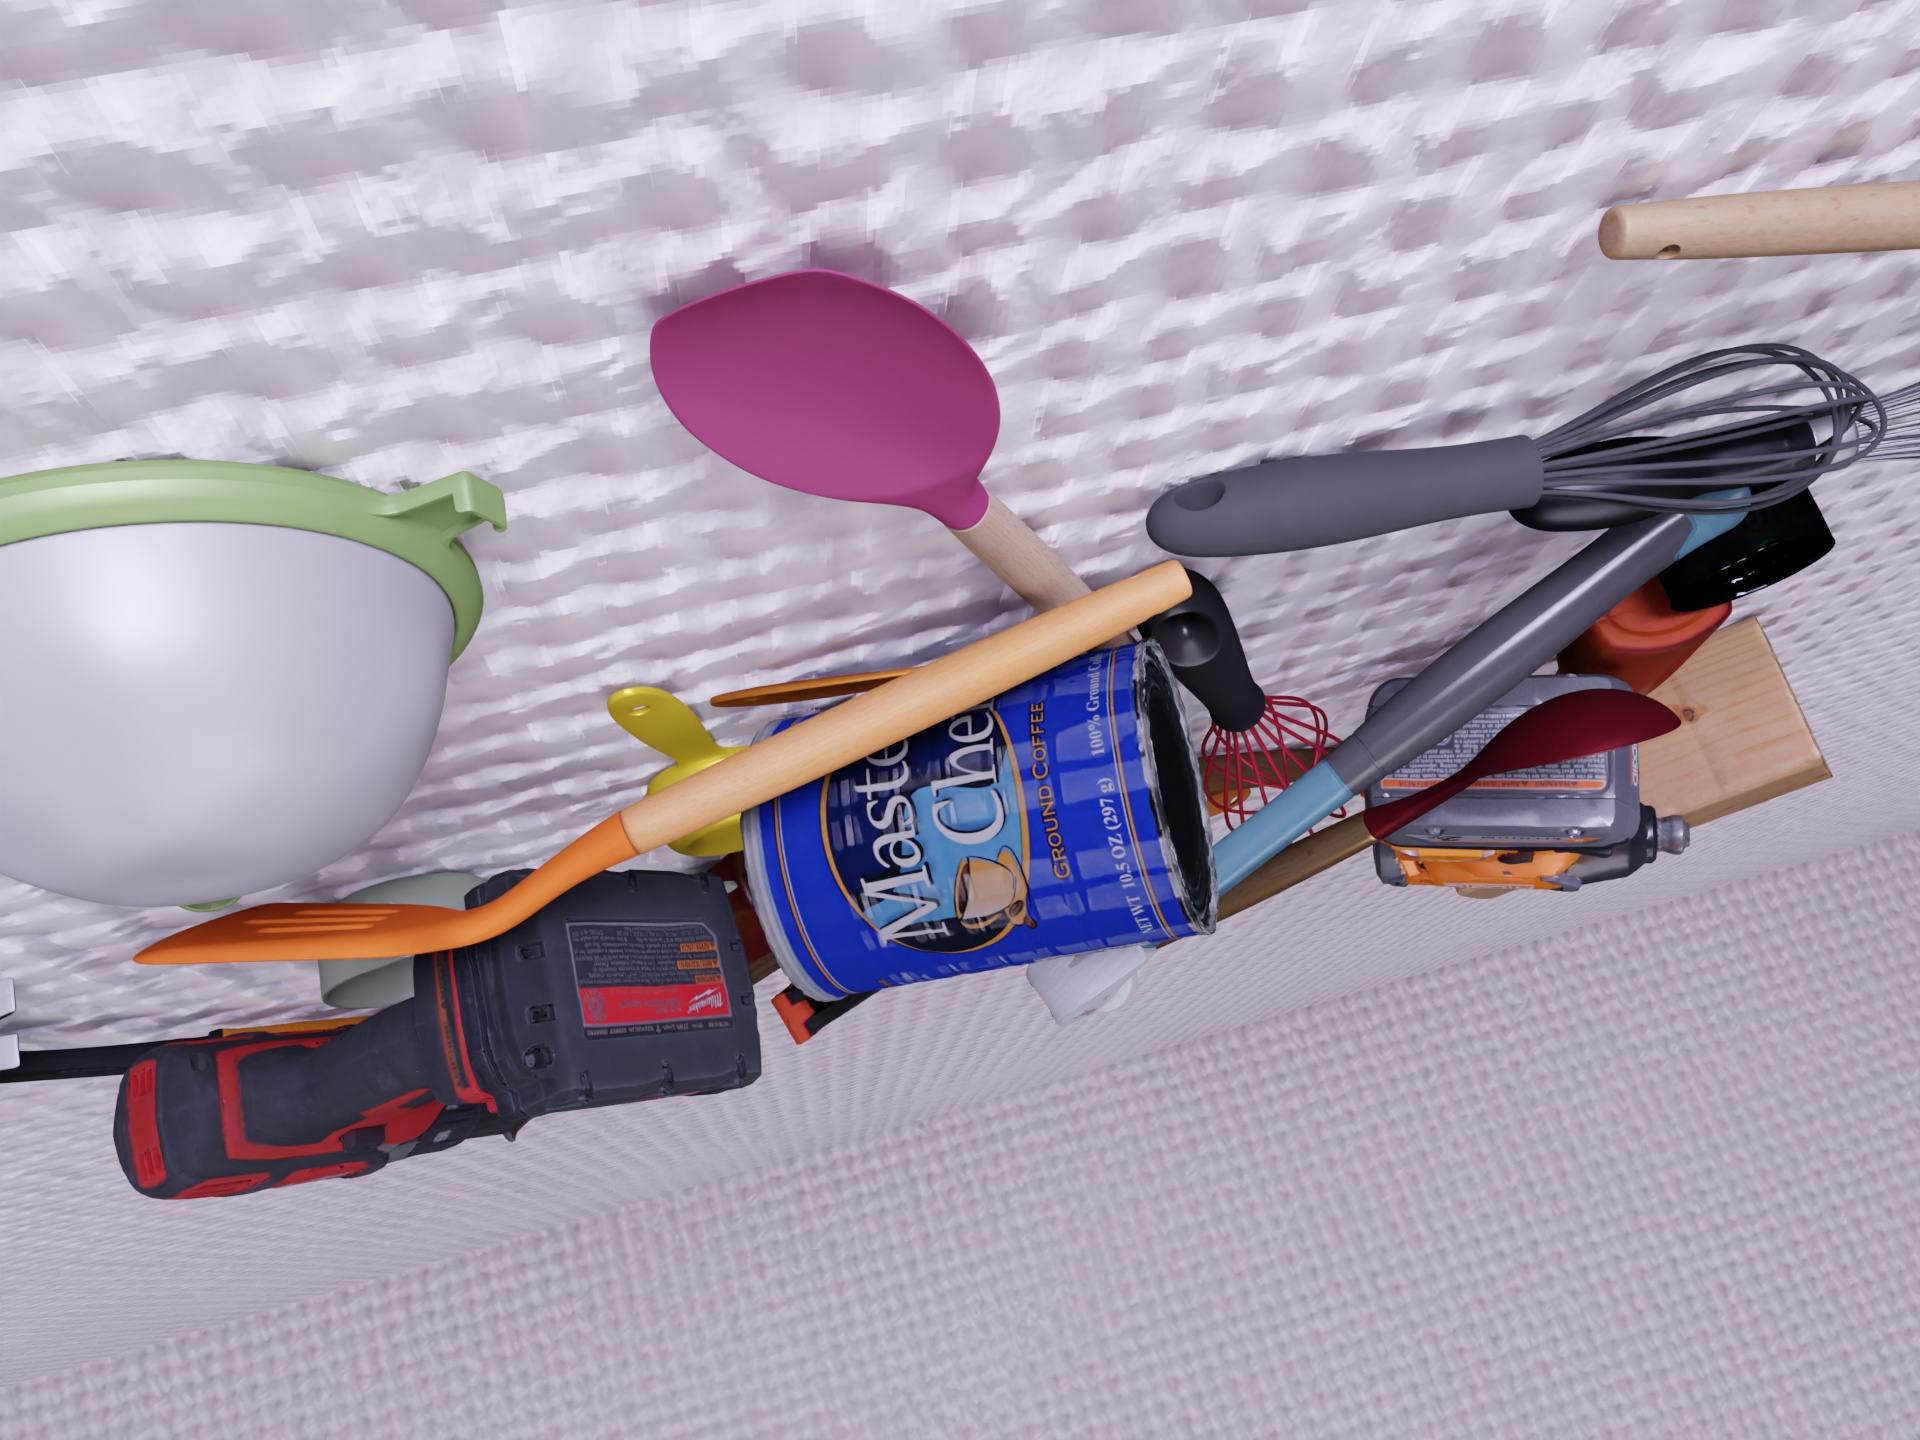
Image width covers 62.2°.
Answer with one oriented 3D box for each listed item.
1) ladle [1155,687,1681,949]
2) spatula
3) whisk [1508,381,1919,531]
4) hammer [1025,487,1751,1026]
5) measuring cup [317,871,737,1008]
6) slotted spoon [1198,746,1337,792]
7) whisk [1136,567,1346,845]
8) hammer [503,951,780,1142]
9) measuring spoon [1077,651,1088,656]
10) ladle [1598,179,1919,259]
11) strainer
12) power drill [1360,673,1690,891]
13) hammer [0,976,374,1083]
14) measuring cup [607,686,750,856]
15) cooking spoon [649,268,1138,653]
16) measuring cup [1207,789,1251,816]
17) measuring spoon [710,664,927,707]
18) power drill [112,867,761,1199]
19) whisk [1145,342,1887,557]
[{"bbox_3d":[0.162,0.056,0.699,0.069,0.031,0.315,-15,166,-48],"label":"ladle"},{"bbox_3d":[-0.082,0.015,0.482,0.322,0.041,0.081,-25,-176,-1],"label":"spatula"},{"bbox_3d":[0.328,-0.104,0.549,0.284,0.070,0.070,-11,162,-1],"label":"whisk"},{"bbox_3d":[0.159,0.014,0.621,0.331,0.033,0.128,-39,163,11],"label":"hammer"},{"bbox_3d":[-0.177,0.076,0.649,0.167,0.038,0.083,-15,162,-14],"label":"measuring cup"},{"bbox_3d":[0.106,0.029,0.787,0.313,0.031,0.070,-4,158,-42],"label":"slotted spoon"},{"bbox_3d":[0.119,0.000,0.667,0.073,0.073,0.295,-21,156,13],"label":"whisk"},{"bbox_3d":[-0.153,0.155,0.880,0.331,0.031,0.130,-34,177,33],"label":"hammer"},{"bbox_3d":[-0.001,-0.002,0.620,0.124,0.018,0.034,-32,158,21],"label":"measuring spoon"},{"bbox_3d":[0.316,-0.151,0.430,0.320,0.062,0.078,-6,163,-11],"label":"ladle"},{"bbox_3d":[-0.202,0.027,0.417,0.151,0.069,0.256,-9,159,-25],"label":"strainer"},{"bbox_3d":[0.286,0.041,0.802,0.164,0.084,0.226,-1,165,19],"label":"power drill"},{"bbox_3d":[-0.321,0.153,0.751,0.127,0.034,0.336,-25,161,27],"label":"hammer"},{"bbox_3d":[-0.094,0.020,0.563,0.062,0.029,0.156,-17,165,1],"label":"measuring cup"},{"bbox_3d":[0.009,-0.054,0.455,0.069,0.017,0.318,-13,164,17],"label":"cooking spoon"},{"bbox_3d":[0.107,0.076,0.852,0.173,0.052,0.095,-16,140,-32],"label":"measuring cup"},{"bbox_3d":[-0.028,-0.017,0.527,0.117,0.011,0.021,-8,170,11],"label":"measuring spoon"},{"bbox_3d":[-0.183,0.129,0.617,0.226,0.080,0.187,-23,161,29],"label":"power drill"},{"bbox_3d":[0.173,-0.080,0.493,0.239,0.055,0.055,-10,162,-7],"label":"whisk"}]
